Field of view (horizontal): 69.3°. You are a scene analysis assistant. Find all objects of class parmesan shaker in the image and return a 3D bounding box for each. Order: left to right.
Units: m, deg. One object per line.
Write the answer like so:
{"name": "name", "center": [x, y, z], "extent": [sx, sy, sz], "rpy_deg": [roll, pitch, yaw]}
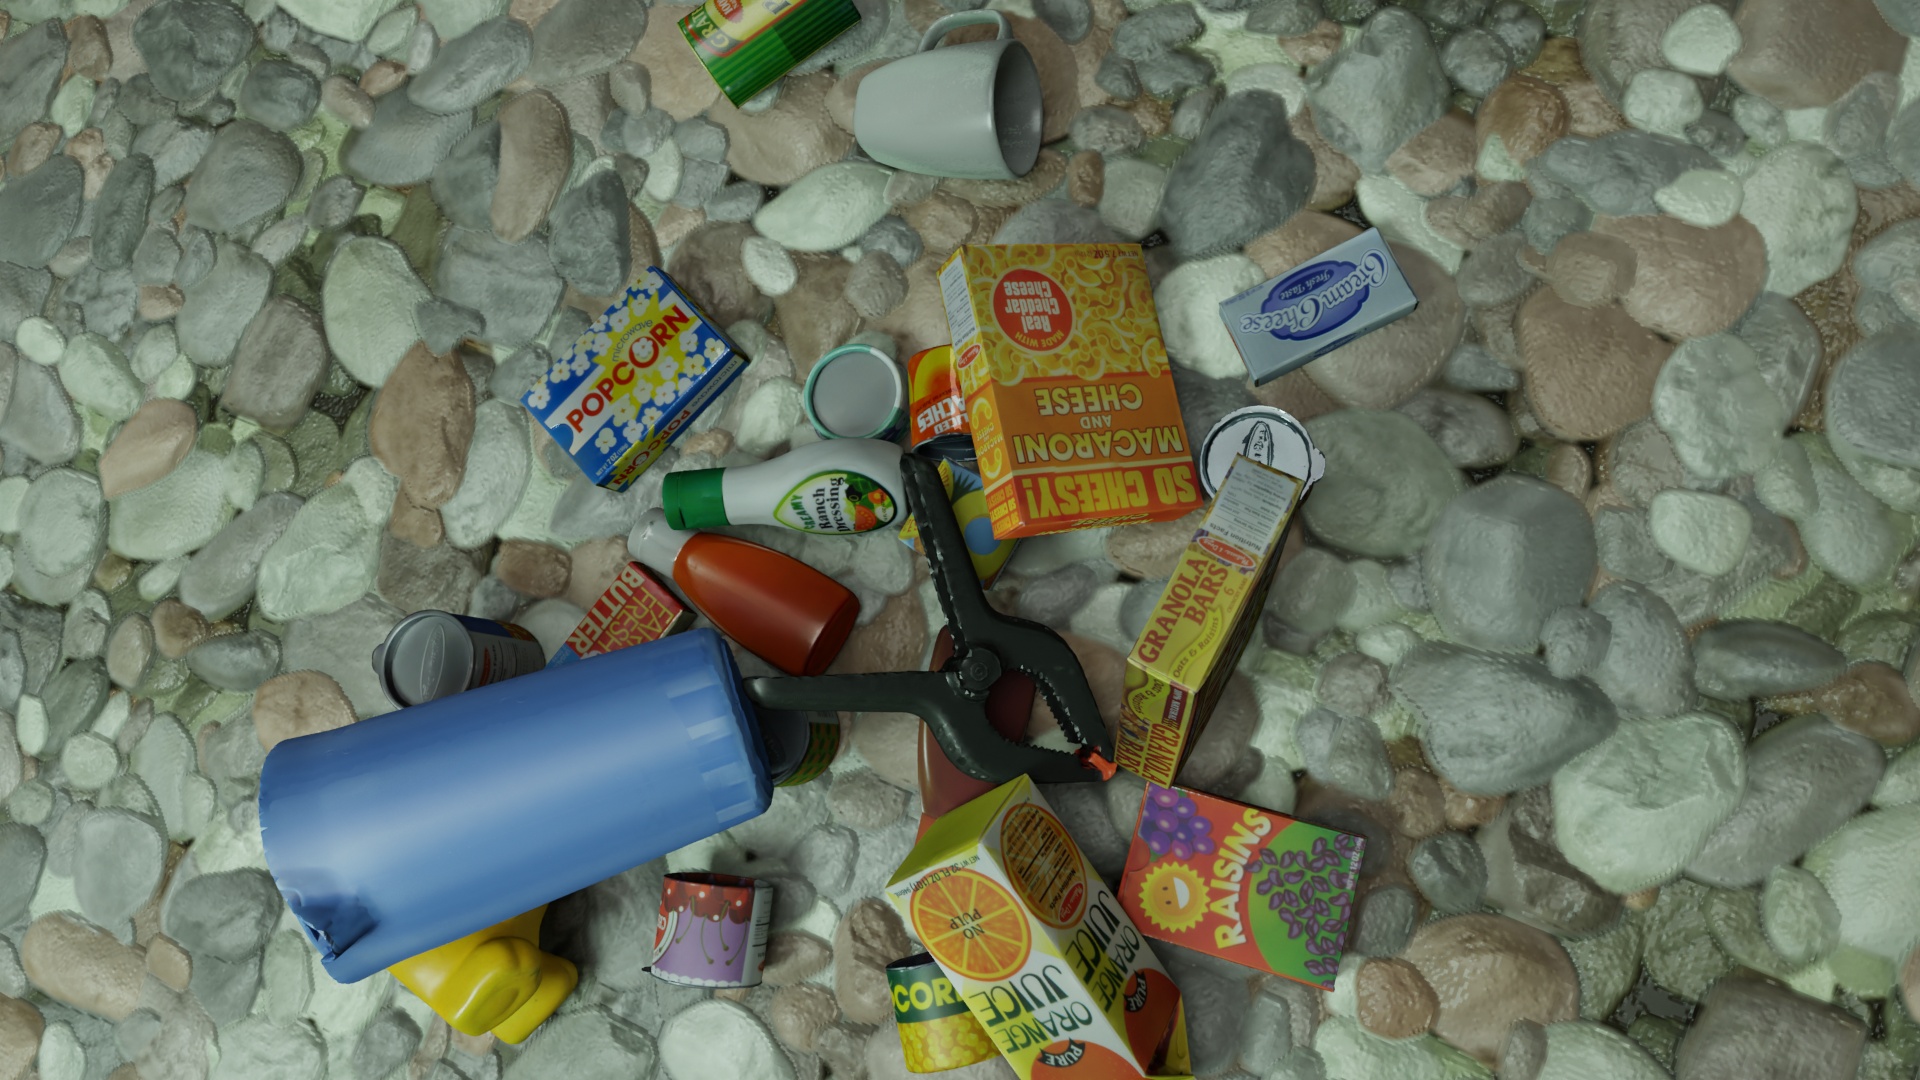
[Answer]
{"name": "parmesan shaker", "center": [-0.126, -0.344, 0.915], "extent": [0.103, 0.071, 0.071], "rpy_deg": [-34, 75, 6]}

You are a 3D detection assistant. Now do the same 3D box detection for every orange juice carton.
{"name": "orange juice carton", "center": [0.052, 0.231, 0.747], "extent": [0.071, 0.073, 0.192], "rpy_deg": [-33, 94, 32]}

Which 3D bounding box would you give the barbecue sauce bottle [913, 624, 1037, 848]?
{"name": "barbecue sauce bottle", "center": [0.003, 0.127, 0.817], "extent": [0.065, 0.043, 0.148], "rpy_deg": [12, 85, 1]}

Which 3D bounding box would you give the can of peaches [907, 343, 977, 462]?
{"name": "can of peaches", "center": [0.001, -0.083, 0.838], "extent": [0.071, 0.071, 0.058], "rpy_deg": [-5, 79, 13]}

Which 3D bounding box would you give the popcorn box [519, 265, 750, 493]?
{"name": "popcorn box", "center": [-0.212, -0.105, 0.911], "extent": [0.126, 0.038, 0.085], "rpy_deg": [-45, 75, 3]}

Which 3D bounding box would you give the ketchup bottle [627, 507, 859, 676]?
{"name": "ketchup bottle", "center": [-0.139, 0.027, 0.868], "extent": [0.149, 0.043, 0.065], "rpy_deg": [28, 80, 16]}

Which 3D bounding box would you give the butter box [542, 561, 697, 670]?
{"name": "butter box", "center": [-0.221, 0.069, 0.891], "extent": [0.053, 0.024, 0.103], "rpy_deg": [39, 92, 16]}

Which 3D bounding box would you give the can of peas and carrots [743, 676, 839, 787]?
{"name": "can of peas and carrots", "center": [-0.114, 0.118, 0.839], "extent": [0.071, 0.058, 0.071], "rpy_deg": [-2, 81, 14]}

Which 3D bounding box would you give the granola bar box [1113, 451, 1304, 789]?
{"name": "granola bar box", "center": [0.126, 0.048, 0.722], "extent": [0.039, 0.165, 0.124], "rpy_deg": [26, 69, 15]}

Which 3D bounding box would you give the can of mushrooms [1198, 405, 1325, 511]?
{"name": "can of mushrooms", "center": [0.176, -0.042, 0.808], "extent": [0.071, 0.033, 0.071], "rpy_deg": [-2, 80, 13]}

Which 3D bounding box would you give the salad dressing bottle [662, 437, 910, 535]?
{"name": "salad dressing bottle", "center": [-0.106, -0.030, 0.852], "extent": [0.148, 0.064, 0.044], "rpy_deg": [-5, 44, 3]}

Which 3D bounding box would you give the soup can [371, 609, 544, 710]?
{"name": "soup can", "center": [-0.317, 0.080, 0.881], "extent": [0.071, 0.083, 0.071], "rpy_deg": [-2, 80, 13]}

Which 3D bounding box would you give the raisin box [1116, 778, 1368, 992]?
{"name": "raisin box", "center": [0.155, 0.189, 0.772], "extent": [0.123, 0.040, 0.086], "rpy_deg": [13, 85, 16]}

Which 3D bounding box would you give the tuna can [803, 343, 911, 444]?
{"name": "tuna can", "center": [-0.065, -0.088, 0.875], "extent": [0.071, 0.033, 0.071], "rpy_deg": [-2, 80, 13]}

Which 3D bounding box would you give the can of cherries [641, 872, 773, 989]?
{"name": "can of cherries", "center": [-0.150, 0.230, 0.824], "extent": [0.071, 0.071, 0.058], "rpy_deg": [4, 82, 14]}

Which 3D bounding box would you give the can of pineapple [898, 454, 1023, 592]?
{"name": "can of pineapple", "center": [0.003, -0.010, 0.827], "extent": [0.071, 0.071, 0.058], "rpy_deg": [30, 90, 16]}

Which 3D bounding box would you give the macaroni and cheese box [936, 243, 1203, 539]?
{"name": "macaroni and cheese box", "center": [0.064, -0.089, 0.808], "extent": [0.124, 0.040, 0.166], "rpy_deg": [-6, 77, -26]}

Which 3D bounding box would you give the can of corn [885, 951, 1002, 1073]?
{"name": "can of corn", "center": [-0.005, 0.262, 0.783], "extent": [0.071, 0.071, 0.058], "rpy_deg": [-15, 79, 11]}

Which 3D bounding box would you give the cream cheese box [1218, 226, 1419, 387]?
{"name": "cream cheese box", "center": [0.210, -0.138, 0.820], "extent": [0.104, 0.024, 0.053], "rpy_deg": [-25, 76, 8]}
